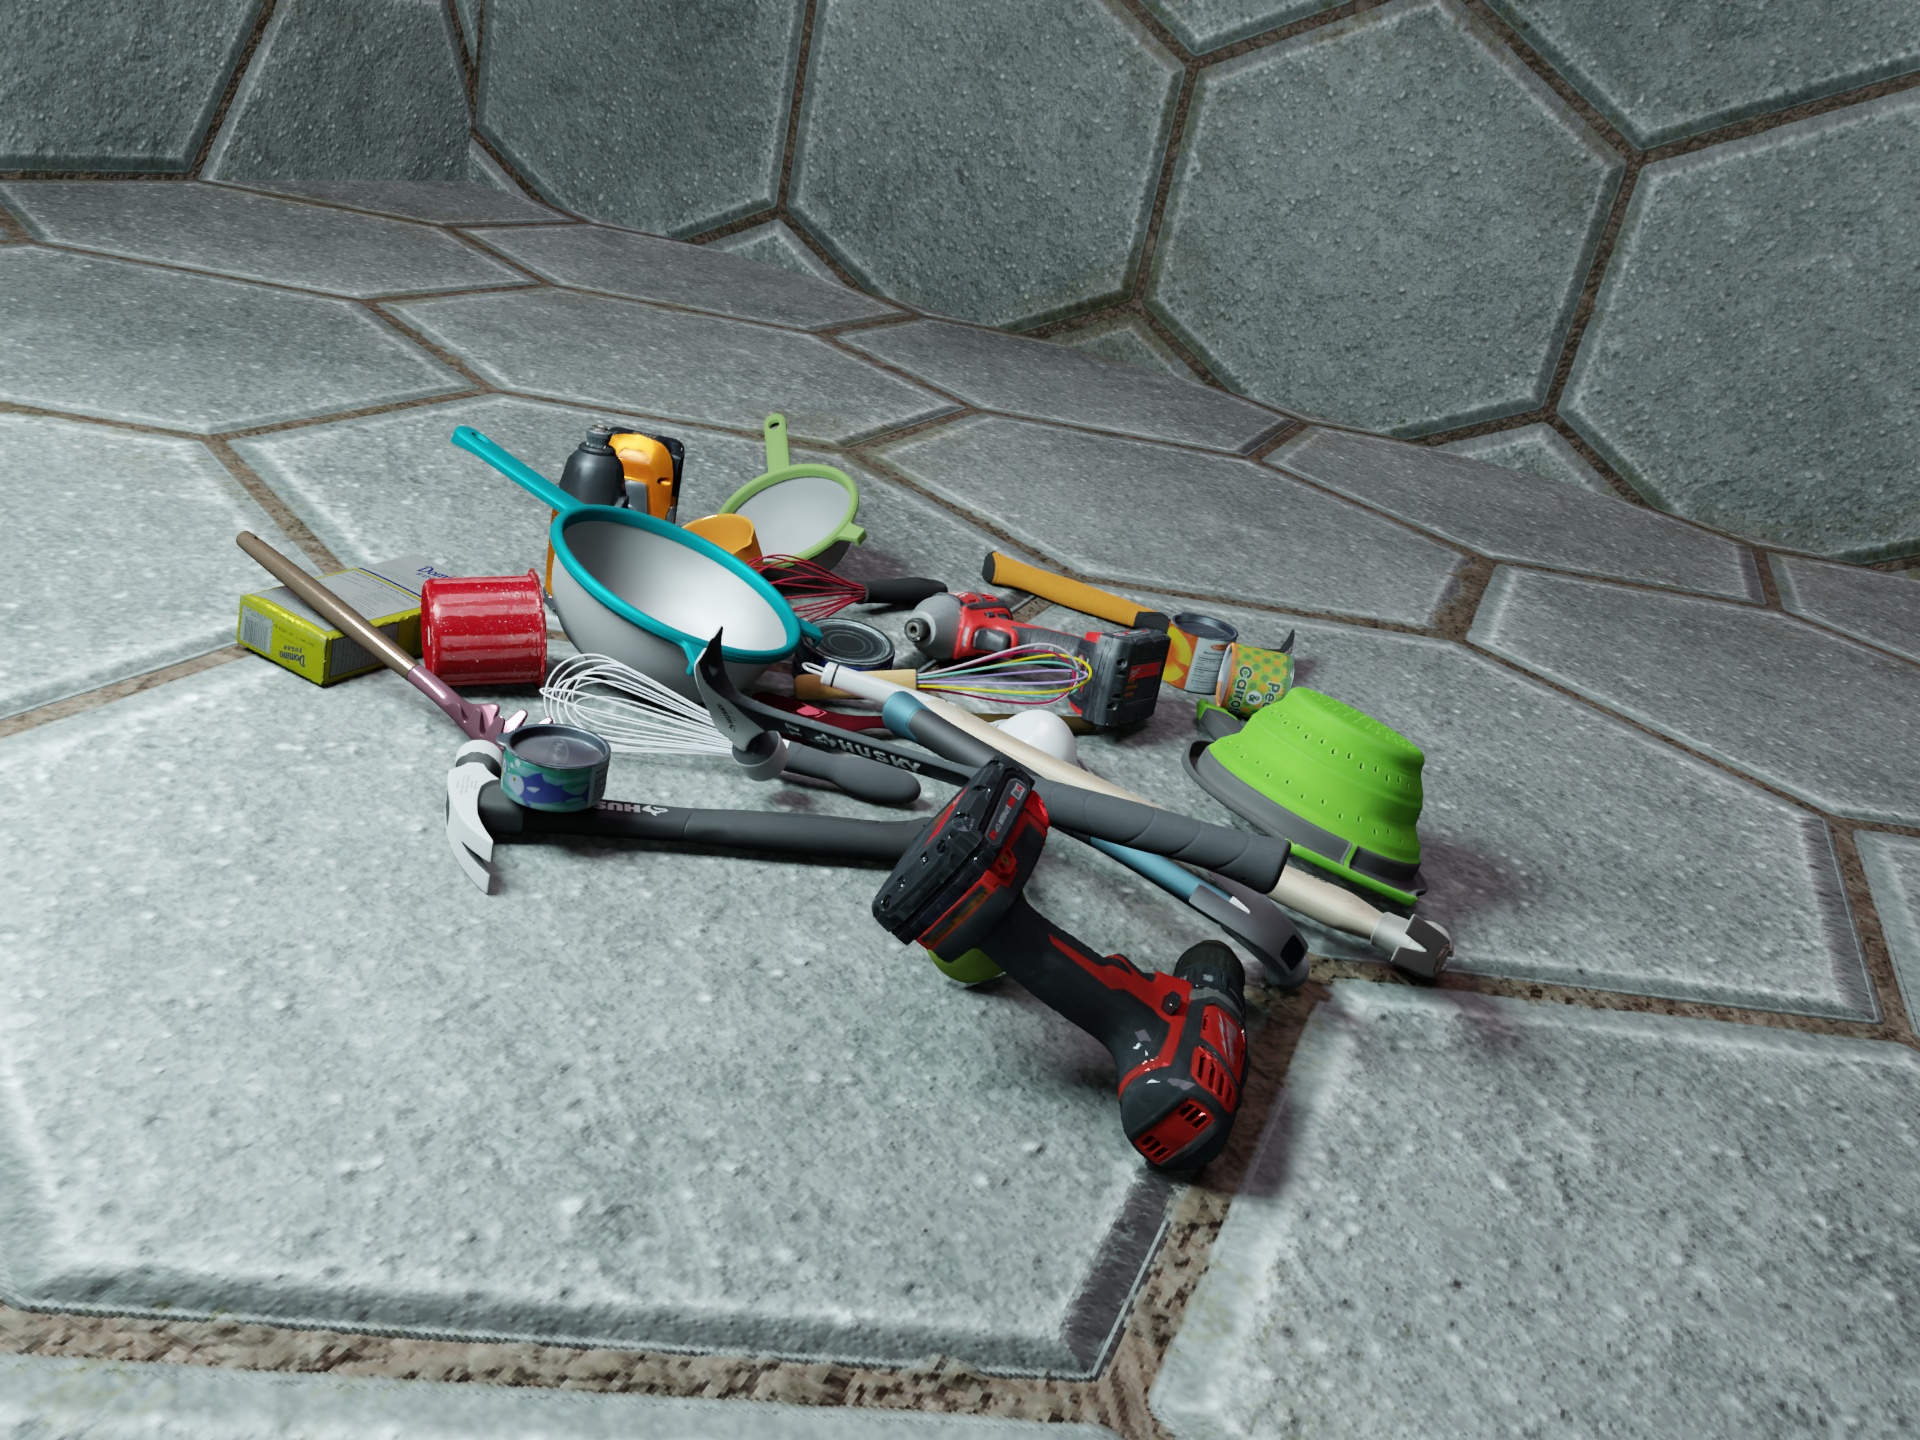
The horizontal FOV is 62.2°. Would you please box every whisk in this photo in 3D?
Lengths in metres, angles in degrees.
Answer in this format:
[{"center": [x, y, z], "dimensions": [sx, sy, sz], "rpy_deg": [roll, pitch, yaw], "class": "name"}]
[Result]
[{"center": [-0.166, 0.015, 1.156], "dimensions": [0.284, 0.070, 0.070], "rpy_deg": [15, 23, -3], "class": "whisk"}, {"center": [-0.014, -0.034, 1.309], "dimensions": [0.245, 0.051, 0.047], "rpy_deg": [-3, 66, 1], "class": "whisk"}, {"center": [-0.108, -0.121, 1.498], "dimensions": [0.073, 0.073, 0.295], "rpy_deg": [28, 21, 33], "class": "whisk"}]

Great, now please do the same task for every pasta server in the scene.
[{"center": [-0.404, -0.055, 1.135], "dimensions": [0.316, 0.040, 0.060], "rpy_deg": [35, 11, 16], "class": "pasta server"}]

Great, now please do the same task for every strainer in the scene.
[{"center": [-0.172, -0.216, 1.604], "dimensions": [0.151, 0.069, 0.257], "rpy_deg": [-17, 44, 5], "class": "strainer"}, {"center": [-0.002, -0.004, 1.250], "dimensions": [0.258, 0.050, 0.087], "rpy_deg": [18, 27, 0], "class": "strainer"}, {"center": [-0.290, -0.112, 1.271], "dimensions": [0.340, 0.095, 0.211], "rpy_deg": [35, 21, 13], "class": "strainer"}]

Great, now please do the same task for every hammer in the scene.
[{"center": [0.008, 0.033, 0.987], "dimensions": [0.409, 0.149, 0.036], "rpy_deg": [15, 62, 26], "class": "hammer"}, {"center": [0.178, -0.113, 1.649], "dimensions": [0.337, 0.034, 0.127], "rpy_deg": [21, 25, 20], "class": "hammer"}, {"center": [-0.165, 0.072, 1.044], "dimensions": [0.334, 0.035, 0.146], "rpy_deg": [6, 23, -15], "class": "hammer"}, {"center": [0.140, 0.073, 1.106], "dimensions": [0.411, 0.038, 0.146], "rpy_deg": [25, -1, 25], "class": "hammer"}, {"center": [0.081, 0.069, 1.054], "dimensions": [0.331, 0.033, 0.128], "rpy_deg": [31, -11, 26], "class": "hammer"}]

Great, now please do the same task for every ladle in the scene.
[{"center": [0.018, 0.088, 1.090], "dimensions": [0.062, 0.078, 0.320], "rpy_deg": [-25, 12, 10], "class": "ladle"}, {"center": [-0.022, 0.001, 1.293], "dimensions": [0.315, 0.031, 0.069], "rpy_deg": [1, 24, -29], "class": "ladle"}]

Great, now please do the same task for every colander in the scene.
[{"center": [0.265, 0.015, 1.258], "dimensions": [0.204, 0.094, 0.397], "rpy_deg": [24, 12, -13], "class": "colander"}]

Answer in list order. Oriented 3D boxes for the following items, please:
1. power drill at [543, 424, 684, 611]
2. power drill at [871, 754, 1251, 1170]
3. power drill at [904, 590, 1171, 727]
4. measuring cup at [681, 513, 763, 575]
[{"center": [-0.313, -0.200, 1.438], "dimensions": [0.084, 0.164, 0.227], "rpy_deg": [12, 21, -1], "class": "power drill"}, {"center": [0.075, 0.127, 0.900], "dimensions": [0.226, 0.080, 0.188], "rpy_deg": [42, 26, -3], "class": "power drill"}, {"center": [0.061, -0.063, 1.403], "dimensions": [0.220, 0.078, 0.143], "rpy_deg": [18, 14, 26], "class": "power drill"}, {"center": [-0.243, -0.119, 1.441], "dimensions": [0.095, 0.052, 0.174], "rpy_deg": [8, 45, 27], "class": "measuring cup"}]
